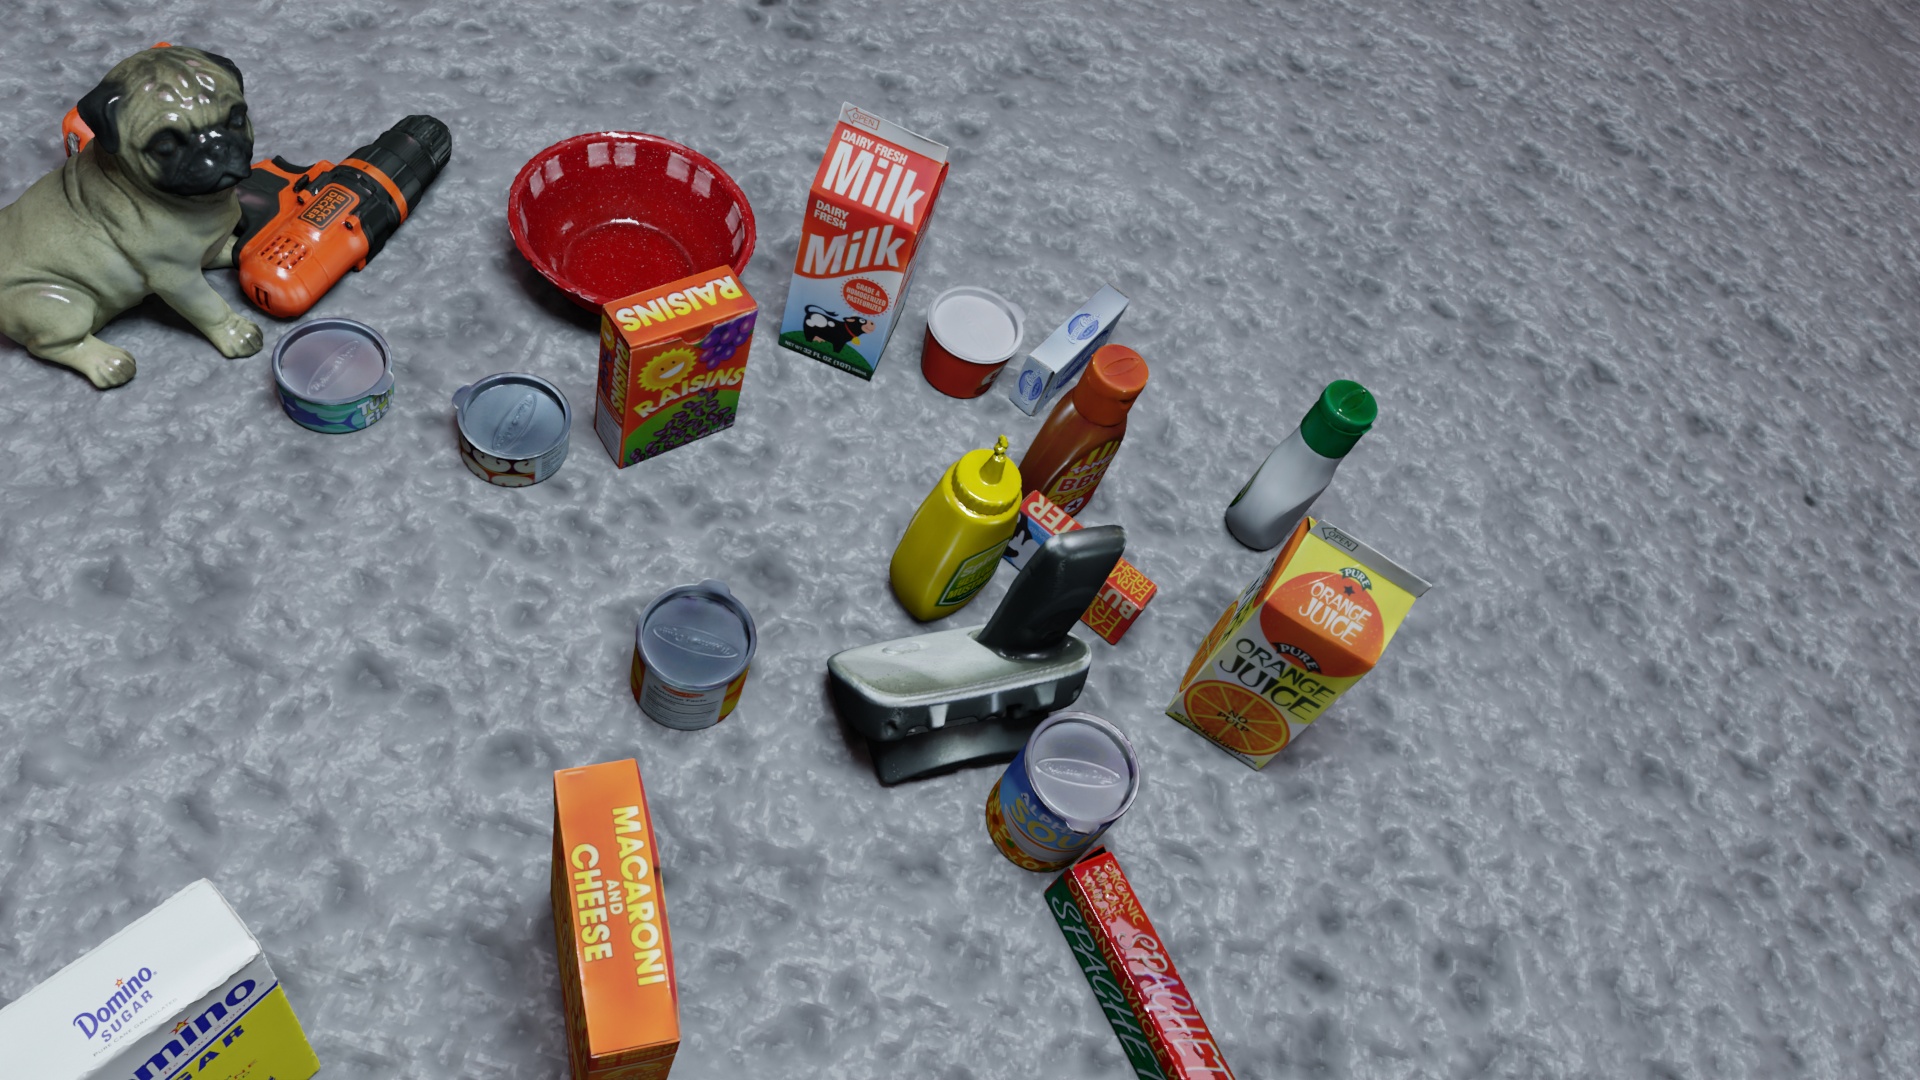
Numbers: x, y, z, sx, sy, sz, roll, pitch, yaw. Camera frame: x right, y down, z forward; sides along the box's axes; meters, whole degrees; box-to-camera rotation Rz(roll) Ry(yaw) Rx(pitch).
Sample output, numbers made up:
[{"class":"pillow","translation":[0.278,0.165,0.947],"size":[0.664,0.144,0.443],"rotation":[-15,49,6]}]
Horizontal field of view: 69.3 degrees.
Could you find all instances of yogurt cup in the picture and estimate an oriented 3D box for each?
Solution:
[{"class":"yogurt cup","translation":[0.005,-0.136,0.973],"size":[0.072,0.053,0.073],"rotation":[8,56,-12]}]

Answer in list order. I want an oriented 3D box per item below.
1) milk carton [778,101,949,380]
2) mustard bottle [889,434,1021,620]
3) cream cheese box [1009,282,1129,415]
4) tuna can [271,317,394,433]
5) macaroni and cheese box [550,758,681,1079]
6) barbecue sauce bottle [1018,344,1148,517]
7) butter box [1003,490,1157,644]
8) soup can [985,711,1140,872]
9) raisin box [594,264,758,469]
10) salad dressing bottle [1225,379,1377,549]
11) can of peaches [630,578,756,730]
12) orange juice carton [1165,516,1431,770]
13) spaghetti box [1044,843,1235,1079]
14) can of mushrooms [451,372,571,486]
[{"class":"milk carton","translation":[-0.062,-0.199,0.909],"size":[0.072,0.189,0.074],"rotation":[22,55,-3]},{"class":"mustard bottle","translation":[0.003,-0.010,0.825],"size":[0.065,0.159,0.049],"rotation":[-28,70,-30]},{"class":"cream cheese box","translation":[0.078,-0.137,0.997],"size":[0.024,0.053,0.104],"rotation":[39,55,9]},{"class":"tuna can","translation":[-0.376,-0.099,0.841],"size":[0.071,0.032,0.071],"rotation":[8,56,-12]},{"class":"macaroni and cheese box","translation":[-0.162,0.190,0.640],"size":[0.040,0.165,0.124],"rotation":[-5,60,-21]},{"class":"barbecue sauce bottle","translation":[0.077,-0.067,0.892],"size":[0.065,0.147,0.044],"rotation":[-23,68,-28]},{"class":"butter box","translation":[0.074,0.018,0.895],"size":[0.103,0.052,0.024],"rotation":[39,55,9]},{"class":"soup can","translation":[0.056,0.146,0.787],"size":[0.071,0.083,0.072],"rotation":[8,56,-12]},{"class":"raisin box","translation":[-0.177,-0.105,0.852],"size":[0.086,0.122,0.040],"rotation":[-24,68,-29]},{"class":"salad dressing bottle","translation":[0.228,-0.049,0.929],"size":[0.064,0.147,0.044],"rotation":[-34,73,-32]},{"class":"can of peaches","translation":[-0.152,0.065,0.790],"size":[0.071,0.057,0.071],"rotation":[8,56,-12]},{"class":"orange juice carton","translation":[0.200,0.055,0.825],"size":[0.072,0.191,0.073],"rotation":[32,55,4]},{"class":"spaghetti box","translation":[0.120,0.284,0.738],"size":[0.029,0.050,0.251],"rotation":[-17,65,-26]},{"class":"can of mushrooms","translation":[-0.276,-0.069,0.853],"size":[0.071,0.033,0.071],"rotation":[8,56,-12]}]
